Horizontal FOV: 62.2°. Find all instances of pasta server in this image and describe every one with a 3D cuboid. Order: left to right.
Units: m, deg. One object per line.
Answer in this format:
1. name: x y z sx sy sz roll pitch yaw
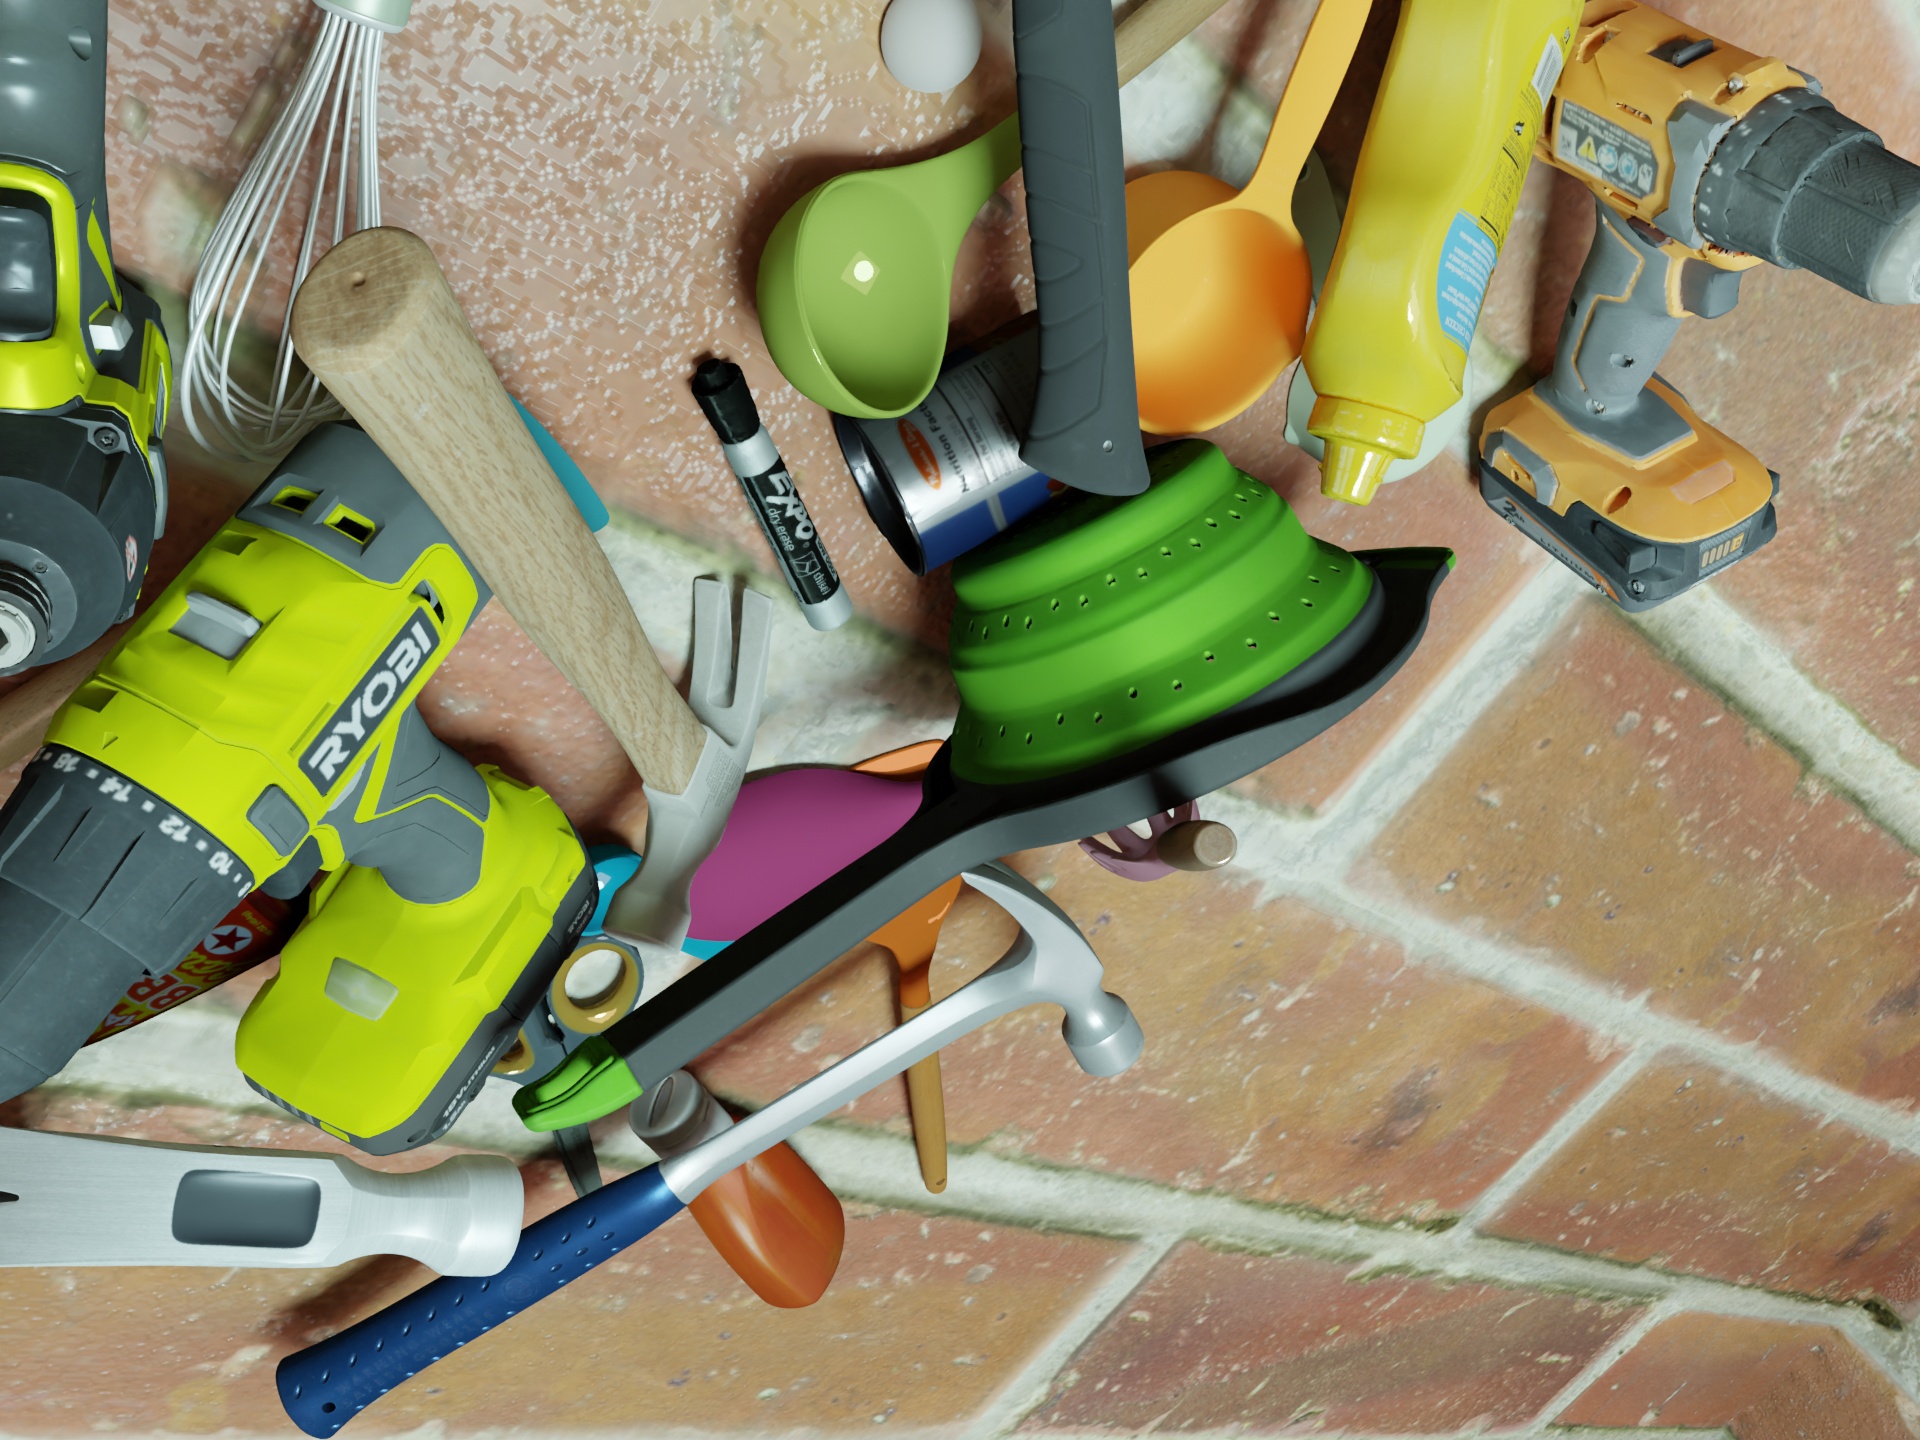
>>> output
1. pasta server: 0.081 0.043 0.621 0.060 0.040 0.316 -37 174 0

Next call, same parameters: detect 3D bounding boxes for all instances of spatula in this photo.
1. spatula: -0.264 -0.011 0.496 0.317 0.044 0.082 -34 150 -1
2. spatula: -0.025 0.143 0.786 0.081 0.041 0.322 -23 139 -18

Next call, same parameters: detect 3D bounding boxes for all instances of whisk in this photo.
1. whisk: -0.162 -0.180 0.420 0.059 0.058 0.246 -27 144 -63

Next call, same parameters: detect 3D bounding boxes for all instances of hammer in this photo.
1. hammer: -0.263 0.145 0.483 0.128 0.033 0.331 16 158 -37
2. hammer: -0.109 -0.029 0.470 0.331 0.031 0.130 81 26 -69
3. hammer: -0.121 0.195 0.704 0.405 0.035 0.144 -30 119 0
4. hammer: 0.033 -0.224 0.458 0.146 0.035 0.334 -18 120 -20

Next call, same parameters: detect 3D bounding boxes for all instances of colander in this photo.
1. colander: -0.001 -0.002 0.573 0.397 0.204 0.094 -33 106 -21

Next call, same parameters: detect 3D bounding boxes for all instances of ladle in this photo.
1. ladle: 0.062 -0.217 0.518 0.320 0.062 0.078 -40 132 0

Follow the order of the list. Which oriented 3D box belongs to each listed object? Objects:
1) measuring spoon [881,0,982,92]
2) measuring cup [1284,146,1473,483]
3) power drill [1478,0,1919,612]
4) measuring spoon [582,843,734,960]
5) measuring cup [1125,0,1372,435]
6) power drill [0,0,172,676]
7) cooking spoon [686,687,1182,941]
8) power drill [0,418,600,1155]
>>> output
1. measuring spoon: 0.008 -0.251 0.482 0.034 0.018 0.124 2 123 -33
2. measuring cup: 0.161 -0.160 0.636 0.083 0.038 0.167 -37 138 0
3. power drill: 0.288 -0.149 0.623 0.084 0.186 0.226 -27 138 -12
4. measuring spoon: -0.128 0.081 0.679 0.042 0.021 0.128 -48 144 3
5. measuring cup: 0.092 -0.189 0.562 0.095 0.052 0.173 4 121 -34
6. power drill: -0.206 -0.131 0.343 0.080 0.171 0.223 -1 122 -24
7. cooking spoon: 0.019 0.021 0.703 0.319 0.017 0.068 -21 112 -21
8. power drill: -0.193 0.048 0.473 0.191 0.080 0.228 -61 167 -26
